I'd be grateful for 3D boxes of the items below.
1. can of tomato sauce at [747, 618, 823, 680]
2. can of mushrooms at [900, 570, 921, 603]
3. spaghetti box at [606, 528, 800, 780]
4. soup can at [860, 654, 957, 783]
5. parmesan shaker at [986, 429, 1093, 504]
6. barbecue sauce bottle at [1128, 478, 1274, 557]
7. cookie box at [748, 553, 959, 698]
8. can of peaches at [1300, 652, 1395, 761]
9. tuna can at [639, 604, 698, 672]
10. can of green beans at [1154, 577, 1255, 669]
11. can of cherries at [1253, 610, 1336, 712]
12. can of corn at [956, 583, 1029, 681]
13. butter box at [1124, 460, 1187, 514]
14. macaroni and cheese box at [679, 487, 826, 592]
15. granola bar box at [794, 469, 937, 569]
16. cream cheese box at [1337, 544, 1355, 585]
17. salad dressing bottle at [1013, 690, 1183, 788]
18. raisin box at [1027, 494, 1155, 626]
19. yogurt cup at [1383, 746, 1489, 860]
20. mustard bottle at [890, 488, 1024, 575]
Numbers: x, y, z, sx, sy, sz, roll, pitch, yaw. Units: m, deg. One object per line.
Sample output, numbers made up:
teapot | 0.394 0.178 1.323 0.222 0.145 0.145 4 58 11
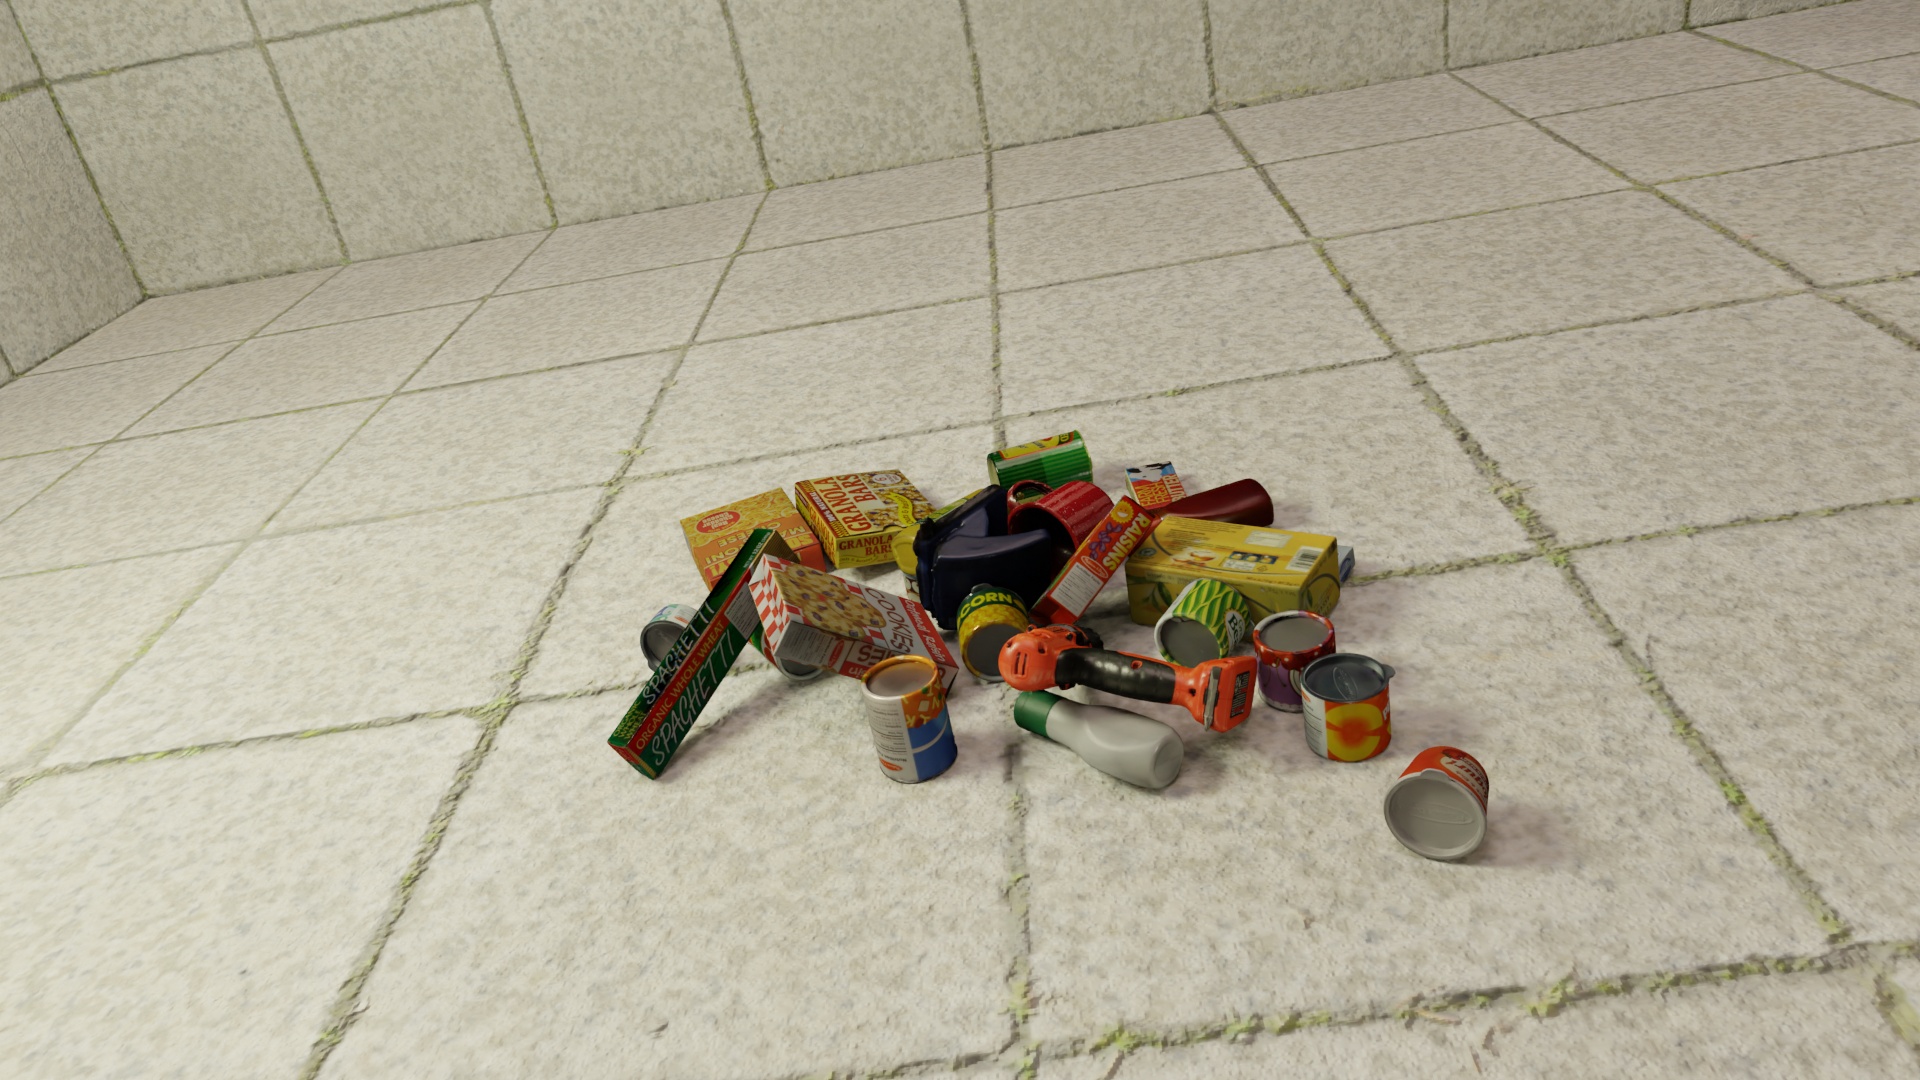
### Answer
can of tomato sauce | -0.163 0.085 1.313 0.071 0.071 0.083 -25 31 -24
can of mushrooms | -0.025 0.035 1.395 0.071 0.033 0.071 -9 28 5
spaghetti box | -0.227 0.097 1.249 0.028 0.050 0.251 5 52 38
soup can | -0.040 0.144 1.142 0.071 0.083 0.072 -9 27 5
parmesan shaker | 0.087 -0.077 1.526 0.103 0.071 0.071 -15 28 -8
barbecue sauce bottle | 0.234 -0.020 1.392 0.149 0.043 0.065 -17 28 -9
cookie box | -0.096 0.078 1.235 0.167 0.040 0.123 19 19 -27
can of peaches | 0.301 0.128 1.073 0.071 0.057 0.071 -8 27 4
tuna can | -0.273 0.098 1.337 0.071 0.070 0.033 -1 28 19
can of green beans | 0.209 0.075 1.198 0.071 0.071 0.058 8 34 33
can of cherries | 0.277 0.099 1.136 0.071 0.058 0.072 -9 27 5
can of corn | 0.030 0.082 1.246 0.071 0.071 0.058 -11 28 1
butter box | 0.209 -0.050 1.477 0.053 0.024 0.104 -11 27 1
macaroni and cheese box | -0.230 0.004 1.520 0.124 0.040 0.167 -19 28 -14
granola bar box | -0.099 -0.027 1.509 0.124 0.039 0.166 -9 26 -19
cream cheese box | 0.311 0.021 1.306 0.104 0.024 0.054 9 35 34
salad dressing bottle | 0.107 0.154 1.112 0.064 0.043 0.148 -20 25 -40
raisin box | 0.119 0.025 1.263 0.040 0.086 0.124 38 72 4
yogurt cup | 0.333 0.179 0.962 0.072 0.072 0.054 6 24 29
mustard bottle | 0.005 -0.017 1.383 0.161 0.048 0.065 -31 12 -36
